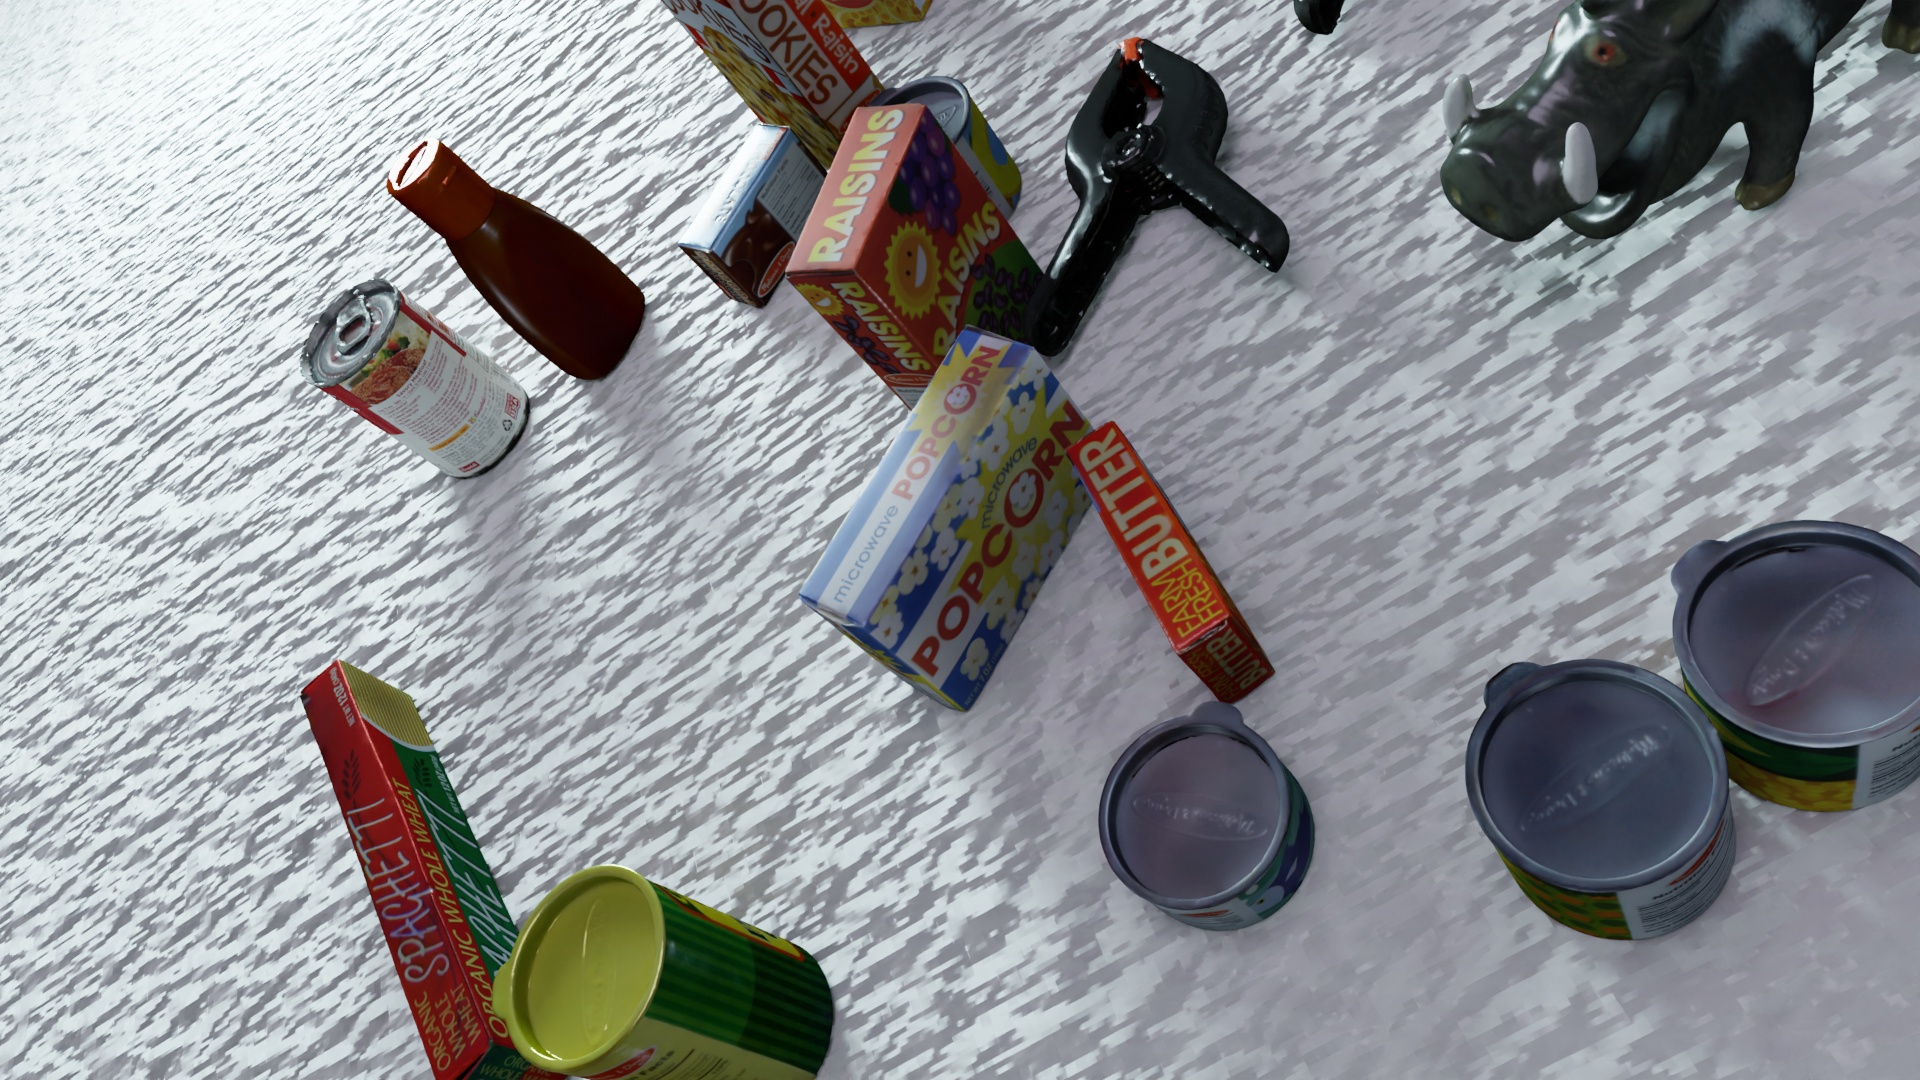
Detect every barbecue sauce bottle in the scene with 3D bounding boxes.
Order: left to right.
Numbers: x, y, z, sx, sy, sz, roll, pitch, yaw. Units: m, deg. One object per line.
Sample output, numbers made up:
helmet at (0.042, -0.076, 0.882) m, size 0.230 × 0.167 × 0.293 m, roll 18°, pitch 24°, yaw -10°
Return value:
barbecue sauce bottle at (-0.232, -0.149, 0.731) m, size 0.043 × 0.148 × 0.065 m, roll 8°, pitch 67°, yaw 35°

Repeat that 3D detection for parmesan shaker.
parmesan shaker at (-0.101, 0.162, 0.489) m, size 0.071 × 0.103 × 0.071 m, roll -15°, pitch 55°, yaw 23°

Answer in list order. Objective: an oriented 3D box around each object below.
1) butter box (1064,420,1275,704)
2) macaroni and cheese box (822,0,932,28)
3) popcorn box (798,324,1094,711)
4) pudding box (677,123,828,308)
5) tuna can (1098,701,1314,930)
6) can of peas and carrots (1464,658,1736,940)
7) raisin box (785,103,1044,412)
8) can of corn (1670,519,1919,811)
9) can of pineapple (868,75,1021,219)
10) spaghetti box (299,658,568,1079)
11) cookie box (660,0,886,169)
butter box at (0.076, 0.007, 0.510) m, size 0.024 × 0.053 × 0.104 m, roll -33°, pitch 50°, yaw 10°
macaroni and cheese box at (-0.102, -0.357, 0.769) m, size 0.124 × 0.166 × 0.040 m, roll 9°, pitch 68°, yaw 35°
popcorn box at (0.002, -0.007, 0.543) m, size 0.038 × 0.085 × 0.127 m, roll 21°, pitch 74°, yaw 38°
pudding box at (-0.106, -0.172, 0.734) m, size 0.030 × 0.049 × 0.084 m, roll 18°, pitch 72°, yaw 38°
tuna can at (0.083, 0.093, 0.466) m, size 0.071 × 0.032 × 0.071 m, roll -15°, pitch 55°, yaw 23°
can of peas and carrots at (0.183, 0.074, 0.400) m, size 0.071 × 0.058 × 0.071 m, roll -15°, pitch 55°, yaw 23°
raisin box at (-0.014, -0.111, 0.592) m, size 0.040 × 0.123 × 0.086 m, roll 6°, pitch 66°, yaw 34°
can of corn at (0.238, 0.035, 0.392) m, size 0.071 × 0.058 × 0.071 m, roll -15°, pitch 55°, yaw 23°
can of pineapple at (-0.012, -0.183, 0.678) m, size 0.071 × 0.057 × 0.071 m, roll -15°, pitch 55°, yaw 23°
spaghetti box at (-0.239, 0.144, 0.618) m, size 0.028 × 0.050 × 0.251 m, roll -45°, pitch 49°, yaw 0°
cookie box at (-0.100, -0.259, 0.707) m, size 0.040 × 0.167 × 0.123 m, roll -48°, pitch 49°, yaw -2°
